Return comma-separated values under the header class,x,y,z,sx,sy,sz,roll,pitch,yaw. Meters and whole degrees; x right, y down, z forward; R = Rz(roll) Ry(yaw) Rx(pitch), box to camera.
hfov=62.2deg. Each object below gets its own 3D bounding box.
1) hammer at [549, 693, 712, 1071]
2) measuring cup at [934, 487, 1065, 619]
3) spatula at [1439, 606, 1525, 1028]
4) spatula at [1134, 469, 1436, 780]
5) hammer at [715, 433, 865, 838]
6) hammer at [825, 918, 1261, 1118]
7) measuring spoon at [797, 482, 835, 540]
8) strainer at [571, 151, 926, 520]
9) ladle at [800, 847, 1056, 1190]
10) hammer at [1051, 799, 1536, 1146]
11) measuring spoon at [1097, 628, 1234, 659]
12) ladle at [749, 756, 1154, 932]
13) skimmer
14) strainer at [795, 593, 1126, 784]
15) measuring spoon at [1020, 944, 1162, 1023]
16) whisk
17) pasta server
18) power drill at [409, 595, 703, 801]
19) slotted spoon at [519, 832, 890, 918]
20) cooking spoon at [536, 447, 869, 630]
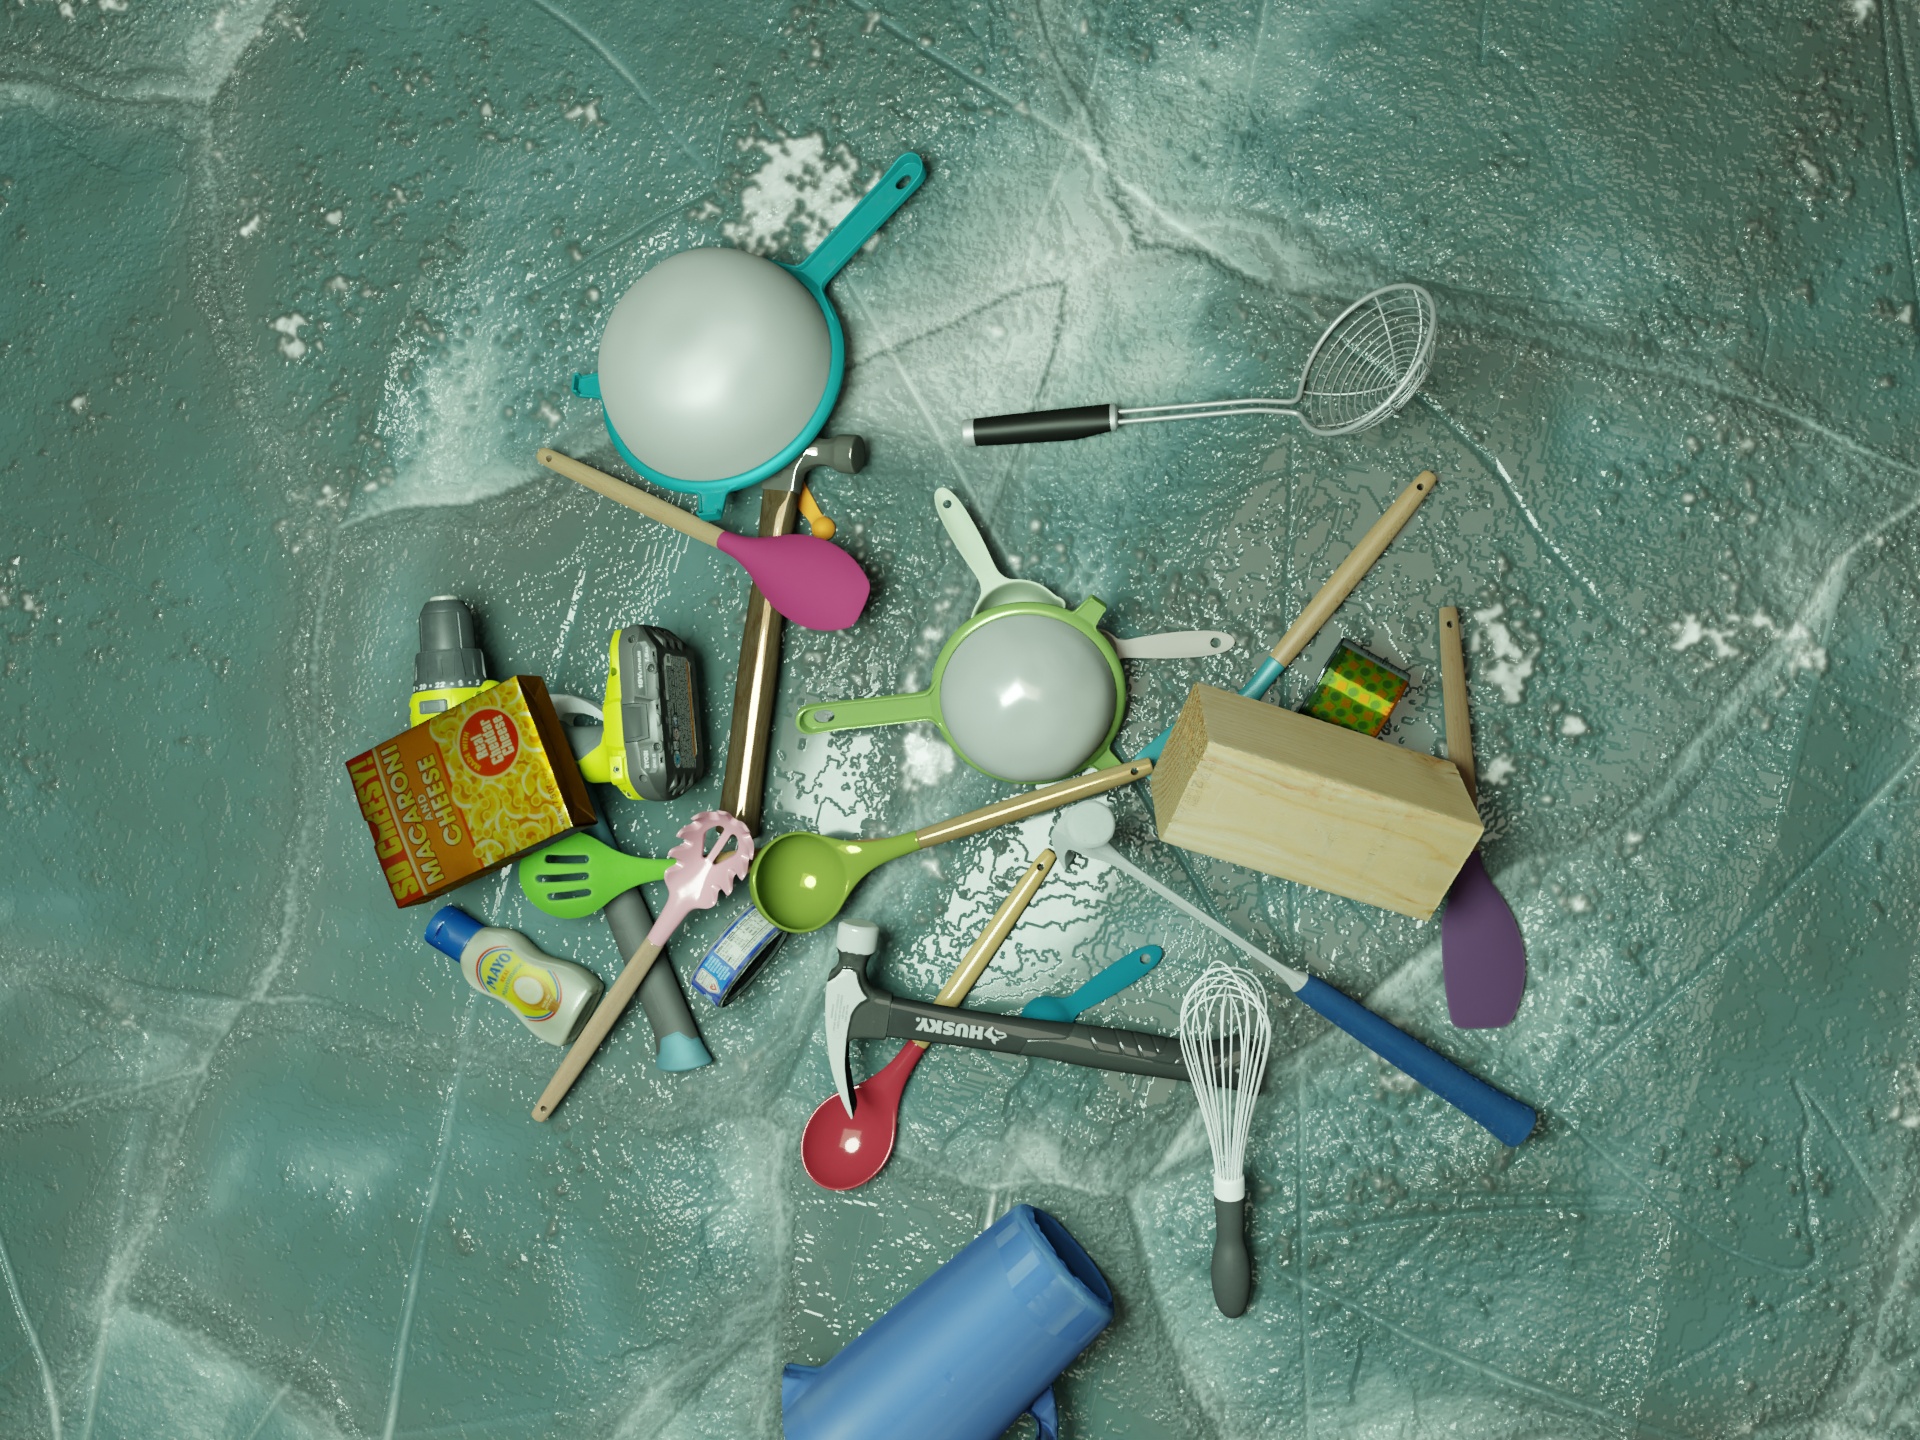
class,x,y,z,sx,sy,sz,roll,pitch,yaw
hammer,-0.283,0.131,1.291,0.128,0.033,0.331,-25,83,8
measuring cup,0.026,-0.109,1.253,0.083,0.038,0.168,-30,80,6
spatula,0.381,0.072,1.192,0.060,0.018,0.316,-5,87,8
spatula,0.259,-0.064,1.208,0.082,0.044,0.317,39,92,7
hammer,-0.161,-0.071,1.279,0.130,0.031,0.331,8,90,18
hammer,0.062,0.247,1.205,0.335,0.035,0.146,8,94,2
measuring spoon,-0.140,-0.196,1.298,0.021,0.011,0.117,-36,82,6
strainer,-0.160,-0.337,1.250,0.340,0.095,0.211,-46,68,1
ladle,-0.020,0.231,1.245,0.069,0.031,0.315,35,91,5
hammer,0.240,0.186,1.171,0.405,0.144,0.035,34,79,1
measuring spoon,0.151,-0.057,1.243,0.124,0.018,0.034,-4,86,2
ladle,-0.008,0.085,1.200,0.320,0.062,0.078,-18,96,9
skimmer,0.174,-0.259,1.211,0.363,0.090,0.127,-4,54,12
strainer,-0.002,-0.004,1.203,0.256,0.069,0.151,-6,112,5
measuring spoon,0.101,0.211,1.227,0.128,0.021,0.042,-35,82,8
whisk,0.196,0.311,1.167,0.070,0.070,0.284,-1,104,9
pasta server,-0.255,0.196,1.243,0.060,0.040,0.316,34,103,-2
power drill,-0.327,-0.012,1.251,0.228,0.080,0.190,-6,88,14
slotted spoon,-0.194,0.112,1.256,0.313,0.031,0.070,-5,93,-2
cooking spoon,-0.212,-0.154,1.271,0.319,0.017,0.069,26,96,18
